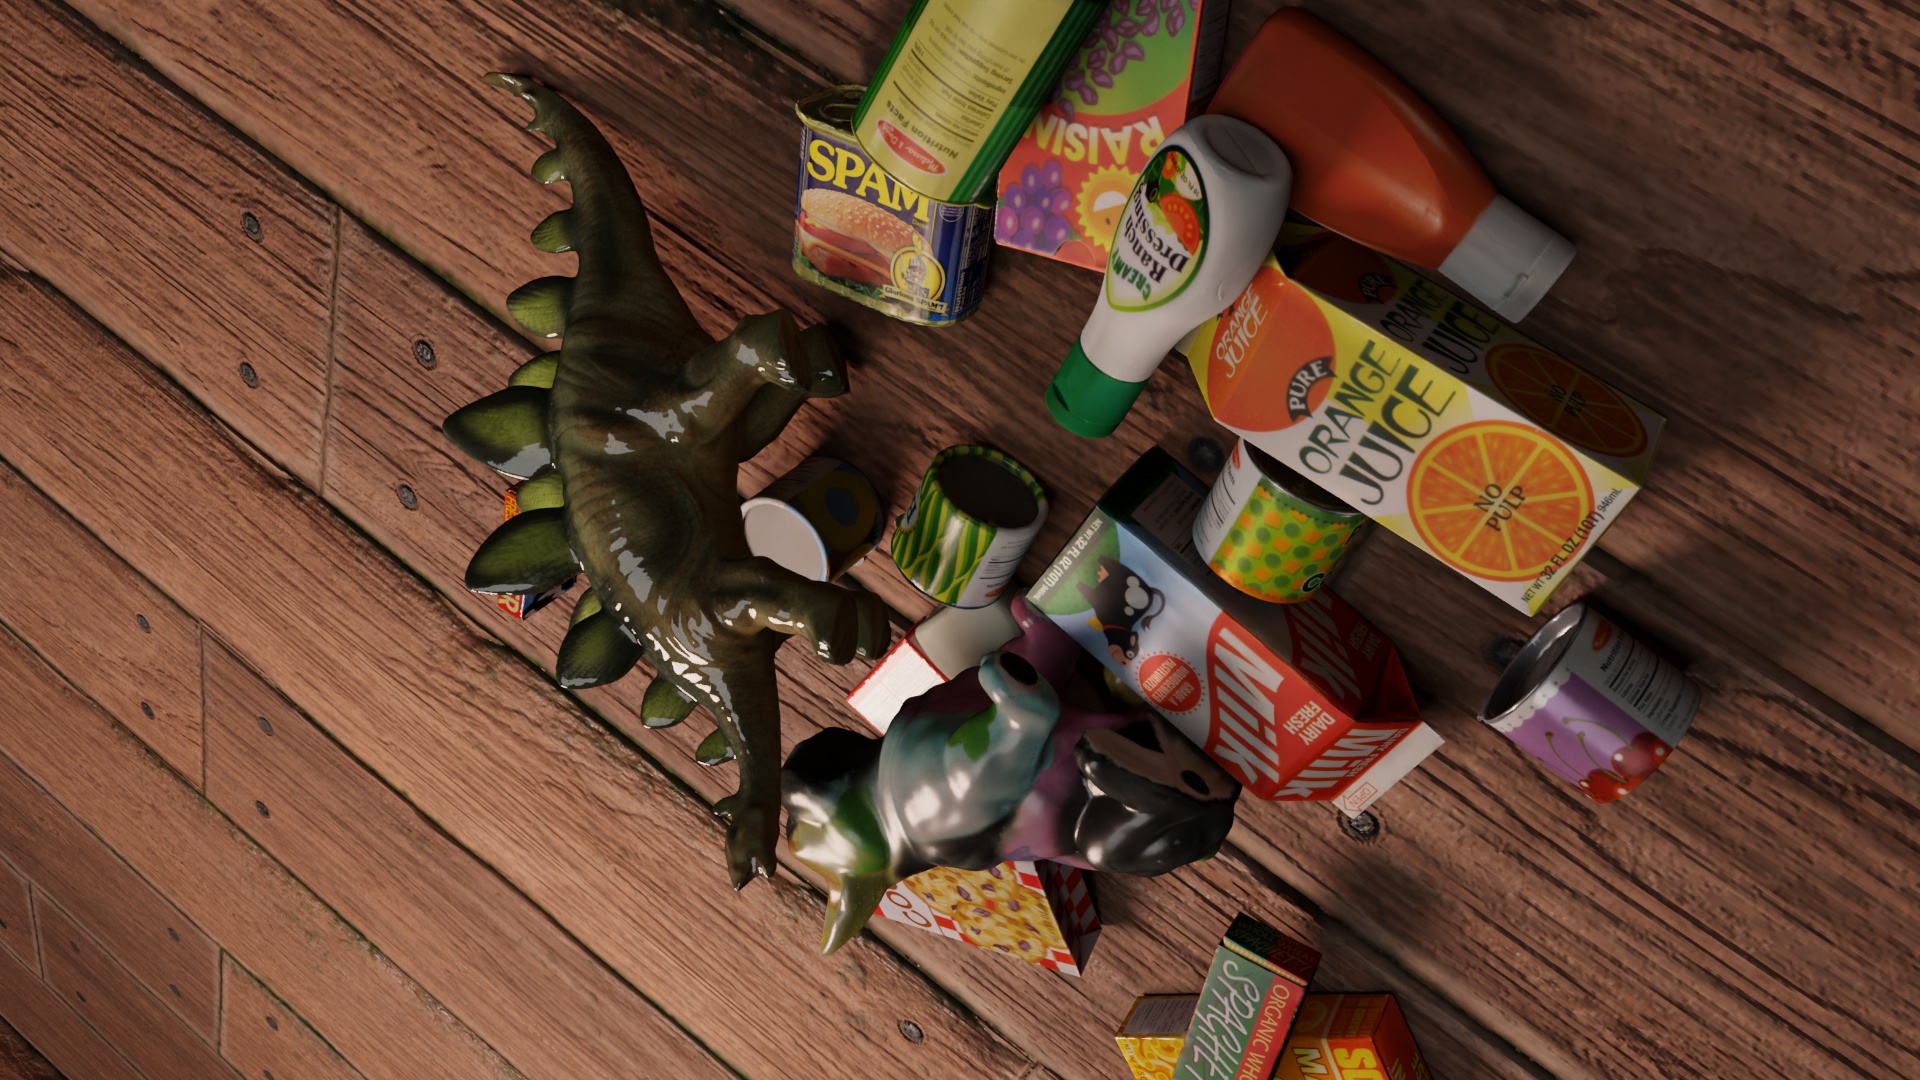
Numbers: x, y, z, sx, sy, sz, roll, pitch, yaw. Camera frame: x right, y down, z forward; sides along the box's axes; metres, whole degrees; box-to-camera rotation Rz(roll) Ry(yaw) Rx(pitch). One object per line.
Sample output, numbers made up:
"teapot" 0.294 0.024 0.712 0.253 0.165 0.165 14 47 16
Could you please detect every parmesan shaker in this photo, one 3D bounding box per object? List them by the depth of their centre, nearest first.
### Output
"parmesan shaker" 0.010 -0.193 0.556 0.071 0.072 0.102 43 130 5

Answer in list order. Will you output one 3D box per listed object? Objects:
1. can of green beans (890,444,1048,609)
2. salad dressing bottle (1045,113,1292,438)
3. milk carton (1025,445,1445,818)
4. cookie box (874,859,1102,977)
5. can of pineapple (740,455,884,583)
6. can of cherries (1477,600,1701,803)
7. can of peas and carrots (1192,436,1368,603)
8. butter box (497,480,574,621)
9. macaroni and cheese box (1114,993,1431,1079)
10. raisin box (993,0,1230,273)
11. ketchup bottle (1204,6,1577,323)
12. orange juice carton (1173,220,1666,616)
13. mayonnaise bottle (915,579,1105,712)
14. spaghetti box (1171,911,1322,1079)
"can of green beans" 0.004 -0.008 0.718 0.071 0.071 0.057 37 129 10
"salad dressing bottle" 0.080 -0.103 0.574 0.064 0.044 0.146 63 144 29
"milk carton" 0.134 0.051 0.662 0.191 0.074 0.072 40 130 7
"cookie box" -0.009 0.193 0.838 0.167 0.040 0.122 8 138 29
"can of pineapple" -0.085 -0.005 0.783 0.071 0.058 0.070 16 123 25
"can of cherries" 0.266 0.070 0.592 0.058 0.072 0.071 37 130 8
"can of peas and carrots" 0.147 -0.013 0.622 0.071 0.071 0.058 34 130 13
"butter box" -0.276 -0.001 0.914 0.024 0.053 0.103 29 128 14
"macaroni and cheese box" 0.189 0.324 0.804 0.166 0.040 0.123 -16 107 39
"raisin box" 0.063 -0.181 0.598 0.086 0.040 0.122 19 125 22
"ketchup bottle" 0.169 -0.143 0.547 0.149 0.044 0.064 39 131 8
"orange juice carton" 0.177 -0.061 0.570 0.193 0.073 0.071 34 130 13
"mayonnaise bottle" 0.043 0.088 0.764 0.064 0.041 0.148 -37 94 35
"spaghetti box" 0.144 0.308 0.777 0.050 0.029 0.248 24 126 22
